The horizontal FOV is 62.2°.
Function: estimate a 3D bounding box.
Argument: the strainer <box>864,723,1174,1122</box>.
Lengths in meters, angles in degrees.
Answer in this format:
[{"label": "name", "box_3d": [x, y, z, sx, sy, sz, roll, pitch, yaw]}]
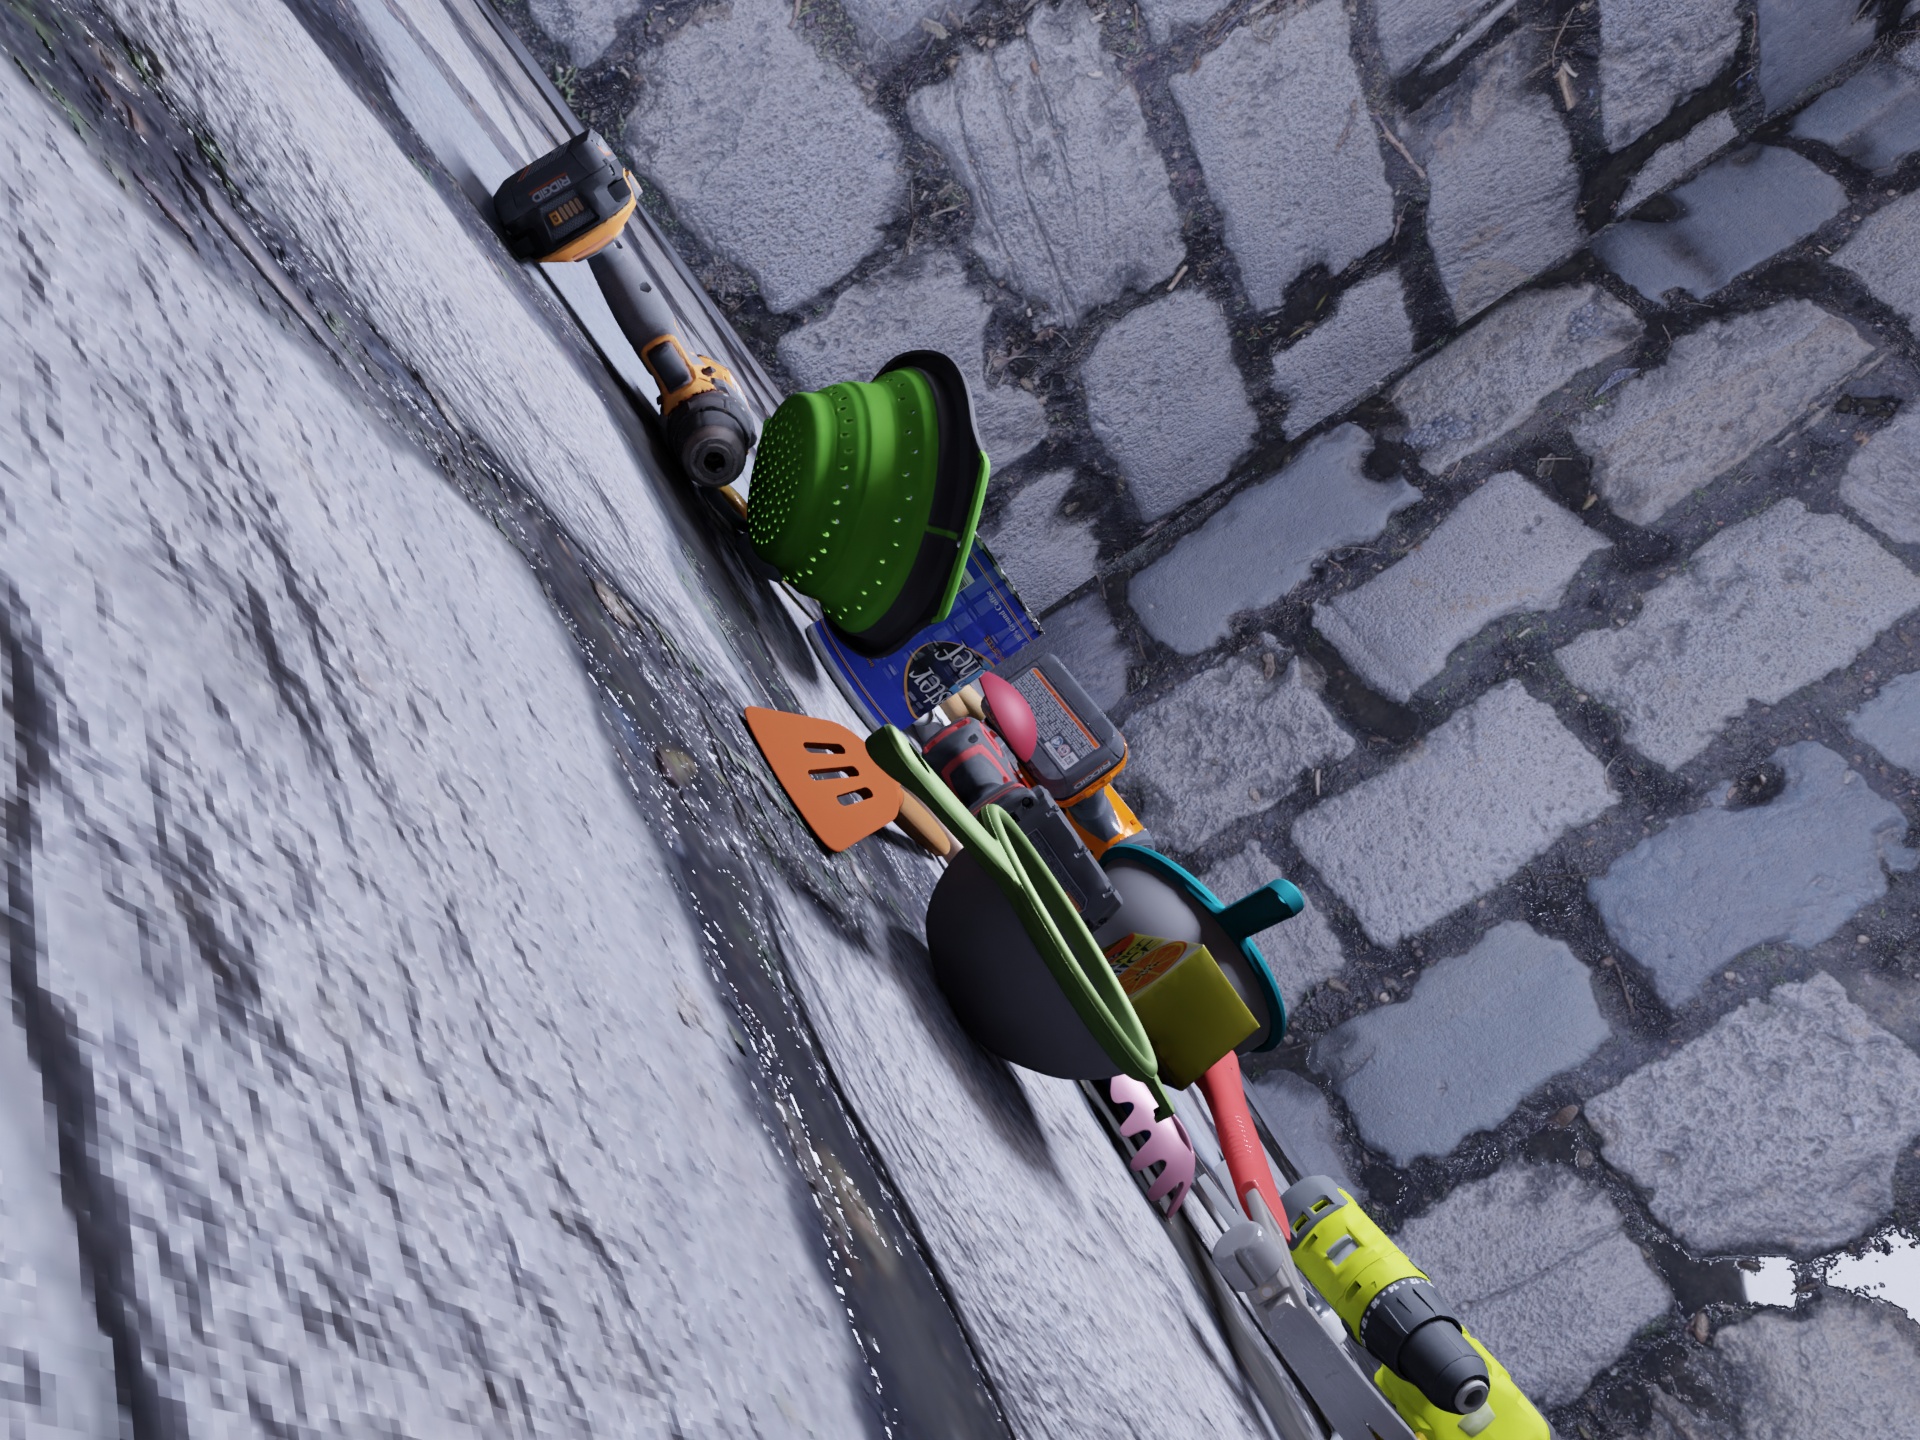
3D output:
[{"label": "strainer", "box_3d": [0.005, 0.091, 0.723, 0.256, 0.069, 0.152, 51, 8, -45]}]

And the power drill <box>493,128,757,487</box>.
[{"label": "power drill", "box_3d": [-0.207, -0.258, 1.034, 0.226, 0.084, 0.185, 59, 3, -27]}]

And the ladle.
[{"label": "ladle", "box_3d": [-0.024, -0.081, 1.261, 0.316, 0.031, 0.069, 51, 2, 37]}]

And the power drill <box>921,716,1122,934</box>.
[{"label": "power drill", "box_3d": [0.051, 0.102, 1.214, 0.187, 0.080, 0.227, 55, 1, -17]}]

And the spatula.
[{"label": "spatula", "box_3d": [-0.042, 0.051, 0.862, 0.081, 0.041, 0.322, 56, 0, 15]}]

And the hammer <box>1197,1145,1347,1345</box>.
[{"label": "hammer", "box_3d": [0.247, 0.408, 1.354, 0.149, 0.036, 0.409, 55, 3, 6]}]

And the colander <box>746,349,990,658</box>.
[{"label": "colander", "box_3d": [-0.109, -0.173, 1.096, 0.094, 0.204, 0.397, 10, 14, -27]}]

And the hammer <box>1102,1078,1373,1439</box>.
[{"label": "hammer", "box_3d": [0.144, 0.289, 1.036, 0.405, 0.035, 0.144, 56, 3, 4]}]

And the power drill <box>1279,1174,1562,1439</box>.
[{"label": "power drill", "box_3d": [0.315, 0.429, 1.069, 0.228, 0.080, 0.191, 53, -5, -29]}]

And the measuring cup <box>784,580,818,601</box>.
[{"label": "measuring cup", "box_3d": [-0.107, -0.081, 1.225, 0.156, 0.029, 0.062, 30, 19, -54]}]

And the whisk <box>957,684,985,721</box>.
[{"label": "whisk", "box_3d": [-0.062, -0.083, 1.325, 0.244, 0.051, 0.047, 46, -1, -20]}]

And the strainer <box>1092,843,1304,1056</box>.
[{"label": "strainer", "box_3d": [0.171, 0.192, 1.247, 0.211, 0.095, 0.340, 51, -20, 7]}]

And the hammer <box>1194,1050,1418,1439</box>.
[{"label": "hammer", "box_3d": [0.187, 0.294, 0.984, 0.149, 0.036, 0.359, 54, 7, -8]}]

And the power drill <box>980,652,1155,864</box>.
[{"label": "power drill", "box_3d": [0.089, 0.037, 1.384, 0.164, 0.084, 0.226, 53, -5, 30]}]

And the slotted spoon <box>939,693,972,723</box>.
[{"label": "slotted spoon", "box_3d": [-0.002, -0.004, 1.319, 0.313, 0.031, 0.070, 57, 17, -24]}]

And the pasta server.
[{"label": "pasta server", "box_3d": [0.050, 0.167, 1.001, 0.316, 0.040, 0.060, 53, 3, 16]}]

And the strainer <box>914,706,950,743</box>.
[{"label": "strainer", "box_3d": [-0.032, -0.004, 1.339, 0.087, 0.050, 0.258, 52, 8, 12]}]
